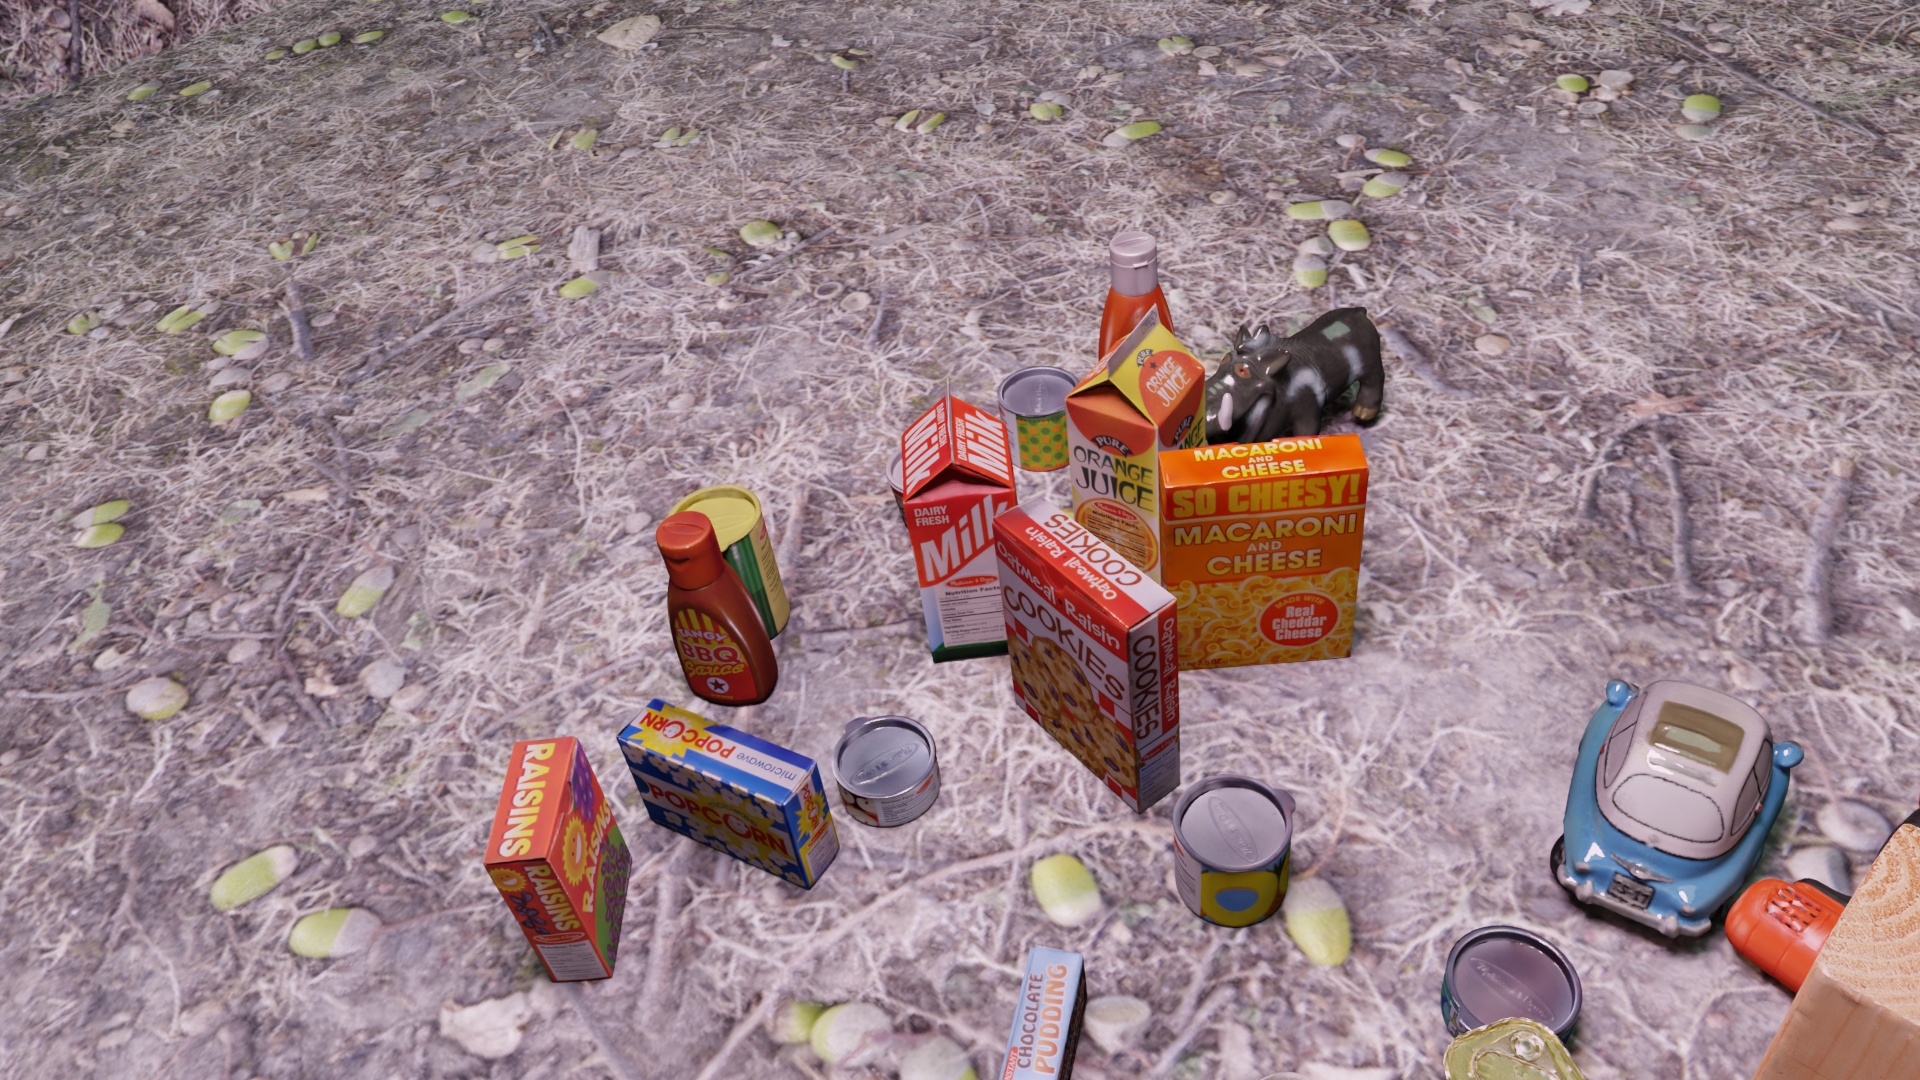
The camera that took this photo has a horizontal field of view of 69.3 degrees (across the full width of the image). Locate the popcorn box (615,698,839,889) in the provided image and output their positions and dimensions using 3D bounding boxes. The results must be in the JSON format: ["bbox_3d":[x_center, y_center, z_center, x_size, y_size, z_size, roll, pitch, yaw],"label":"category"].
[{"bbox_3d":[-0.140,0.154,0.847,0.127,0.084,0.038,16,48,25],"label":"popcorn box"}]

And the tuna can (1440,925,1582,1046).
[{"bbox_3d":[0.283,0.239,0.721,0.071,0.032,0.071,-5,42,4],"label":"tuna can"}]

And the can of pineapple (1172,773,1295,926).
[{"bbox_3d":[0.157,0.177,0.792,0.071,0.057,0.071,-5,42,4],"label":"can of pineapple"}]

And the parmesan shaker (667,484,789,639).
[{"bbox_3d":[-0.163,0.022,0.982,0.071,0.102,0.072,-5,42,4],"label":"parmesan shaker"}]

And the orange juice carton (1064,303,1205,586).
[{"bbox_3d":[0.122,-0.066,0.965,0.073,0.191,0.072,20,49,28],"label":"orange juice carton"}]

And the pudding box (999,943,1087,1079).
[{"bbox_3d":[0.044,0.261,0.725,0.030,0.049,0.084,5,44,15],"label":"pudding box"}]

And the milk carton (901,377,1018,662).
[{"bbox_3d":[0.003,-0.012,0.927,0.073,0.189,0.073,-7,42,2],"label":"milk carton"}]

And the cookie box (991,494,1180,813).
[{"bbox_3d":[0.077,0.070,0.842,0.040,0.166,0.123,-31,46,-22],"label":"cookie box"}]

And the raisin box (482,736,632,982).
[{"bbox_3d":[-0.228,0.184,0.799,0.040,0.122,0.086,-6,42,4],"label":"raisin box"}]

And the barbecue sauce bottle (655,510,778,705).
[{"bbox_3d":[-0.166,0.046,0.923,0.065,0.147,0.044,5,44,15],"label":"barbecue sauce bottle"}]

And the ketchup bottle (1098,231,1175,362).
[{"bbox_3d":[0.141,-0.174,1.113,0.065,0.148,0.044,-14,42,-5],"label":"ketchup bottle"}]

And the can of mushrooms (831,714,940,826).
[{"bbox_3d":[-0.048,0.144,0.880,0.071,0.033,0.071,-5,42,4],"label":"can of mushrooms"}]

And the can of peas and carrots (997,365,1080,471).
[{"bbox_3d":[0.067,-0.097,1.109,0.071,0.058,0.071,-5,42,4],"label":"can of peas and carrots"}]

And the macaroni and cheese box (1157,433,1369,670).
[{"bbox_3d":[0.190,0.010,0.889,0.124,0.165,0.040,-5,42,4],"label":"macaroni and cheese box"}]

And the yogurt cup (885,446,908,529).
[{"bbox_3d":[-0.020,-0.039,1.062,0.072,0.053,0.073,-5,42,4],"label":"yogurt cup"}]
